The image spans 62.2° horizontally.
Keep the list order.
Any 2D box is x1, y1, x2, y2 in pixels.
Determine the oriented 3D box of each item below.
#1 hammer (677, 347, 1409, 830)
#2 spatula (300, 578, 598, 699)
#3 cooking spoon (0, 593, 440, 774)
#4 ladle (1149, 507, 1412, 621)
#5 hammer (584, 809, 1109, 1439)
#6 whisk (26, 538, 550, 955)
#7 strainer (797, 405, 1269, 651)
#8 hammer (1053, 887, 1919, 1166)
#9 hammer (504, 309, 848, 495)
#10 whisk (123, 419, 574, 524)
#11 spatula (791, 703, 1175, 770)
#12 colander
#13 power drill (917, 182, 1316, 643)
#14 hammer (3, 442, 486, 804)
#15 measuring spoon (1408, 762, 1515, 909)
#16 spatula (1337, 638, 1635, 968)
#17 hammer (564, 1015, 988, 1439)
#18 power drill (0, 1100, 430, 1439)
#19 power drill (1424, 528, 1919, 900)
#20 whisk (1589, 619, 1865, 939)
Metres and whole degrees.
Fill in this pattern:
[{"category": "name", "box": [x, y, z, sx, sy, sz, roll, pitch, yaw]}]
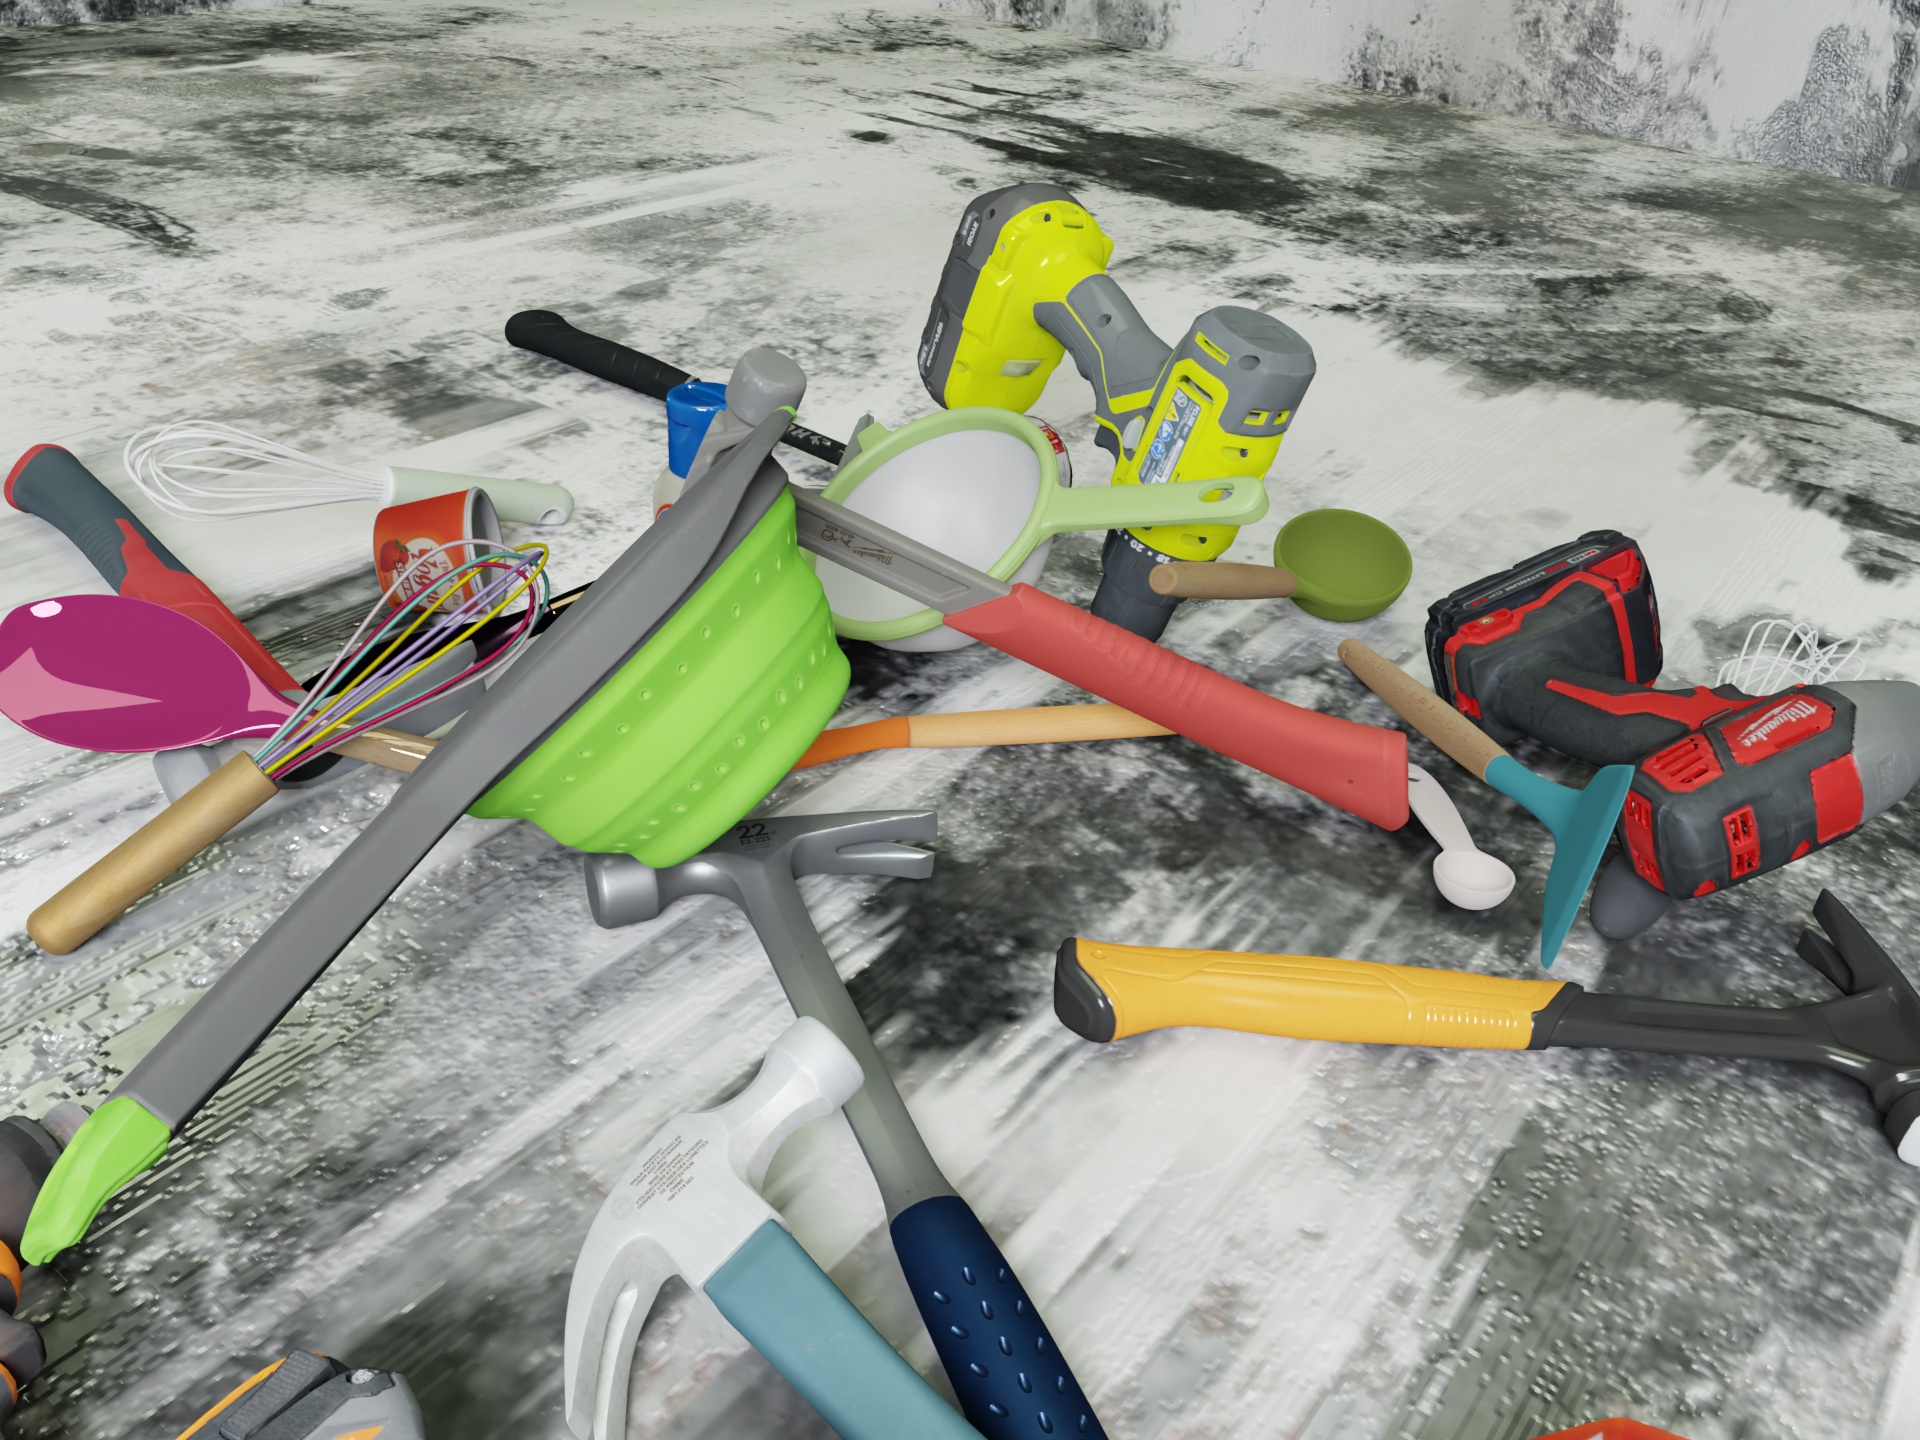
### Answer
[{"category": "hammer", "box": [0.040, -0.031, 0.727, 0.359, 0.149, 0.037, 25, 39, -5]}, {"category": "spatula", "box": [-0.192, -0.065, 0.832, 0.316, 0.018, 0.060, -25, 41, -27]}, {"category": "cooking spoon", "box": [-0.245, 0.011, 0.669, 0.319, 0.017, 0.069, 15, 66, -6]}, {"category": "ladle", "box": [0.160, -0.080, 0.797, 0.078, 0.062, 0.320, 32, 17, 21]}, {"category": "hammer", "box": [-0.009, 0.151, 0.518, 0.144, 0.035, 0.406, -10, 34, -21]}, {"category": "whisk", "box": [-0.263, 0.006, 0.640, 0.245, 0.051, 0.047, -42, 63, -16]}, {"category": "strainer", "box": [0.038, -0.087, 0.803, 0.256, 0.069, 0.152, 0, 56, 31]}, {"category": "hammer", "box": [0.204, 0.107, 0.618, 0.337, 0.034, 0.127, 4, 33, -1]}, {"category": "hammer", "box": [-0.178, -0.219, 1.095, 0.409, 0.036, 0.149, 26, 39, 32]}, {"category": "whisk", "box": [-0.325, -0.129, 0.874, 0.246, 0.057, 0.059, 0, 55, -43]}, {"category": "spatula", "box": [-0.001, -0.002, 0.762, 0.322, 0.041, 0.081, -3, 39, -14]}, {"category": "colander", "box": [-0.137, 0.036, 0.544, 0.094, 0.204, 0.397, 45, 41, -14]}, {"category": "power drill", "box": [0.072, -0.166, 0.860, 0.080, 0.190, 0.229, -9, 46, -37]}, {"category": "hammer", "box": [-0.392, -0.071, 0.814, 0.143, 0.038, 0.387, -28, 43, -31]}, {"category": "measuring spoon", "box": [0.220, 0.053, 0.731, 0.034, 0.018, 0.124, 3, 25, -3]}, {"category": "spatula", "box": [0.225, 0.010, 0.725, 0.044, 0.082, 0.318, 13, 17, -13]}, {"category": "hammer", "box": [0.014, 0.199, 0.386, 0.128, 0.033, 0.331, -41, 45, -20]}, {"category": "power drill", "box": [-0.240, 0.179, 0.404, 0.226, 0.084, 0.164, 16, 32, 24]}, {"category": "power drill", "box": [0.318, -0.009, 0.712, 0.143, 0.078, 0.220, -24, 25, -4]}, {"category": "whisk", "box": [0.362, 0.024, 0.755, 0.070, 0.070, 0.284, 27, 43, 32]}]
